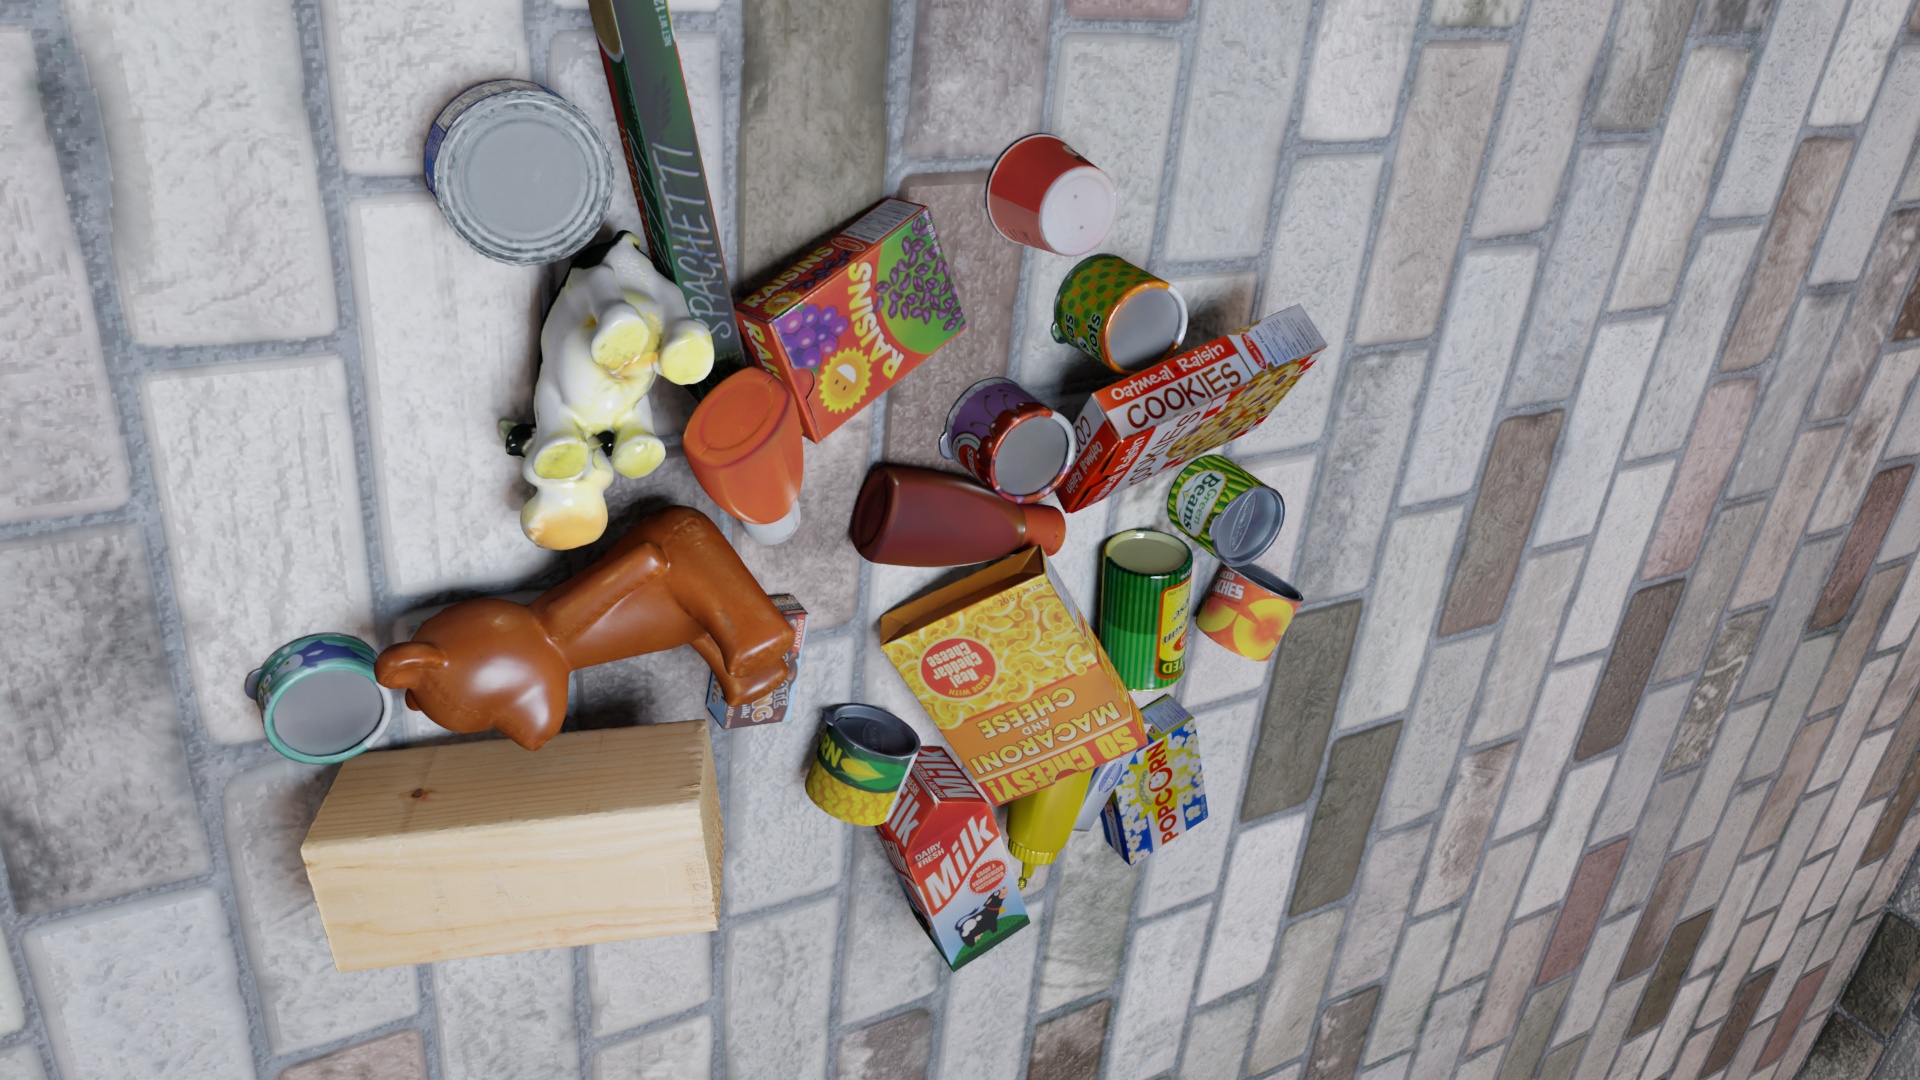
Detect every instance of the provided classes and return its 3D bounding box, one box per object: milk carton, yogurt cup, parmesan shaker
[{"bbox_3d":[-0.013,0.227,1.034,0.073,0.072,0.189,-29,129,-15],"label":"milk carton"},{"bbox_3d":[0.057,-0.204,0.835,0.072,0.054,0.072,-16,124,-24],"label":"yogurt cup"},{"bbox_3d":[0.136,0.053,1.029,0.071,0.071,0.102,-17,125,-24],"label":"parmesan shaker"}]

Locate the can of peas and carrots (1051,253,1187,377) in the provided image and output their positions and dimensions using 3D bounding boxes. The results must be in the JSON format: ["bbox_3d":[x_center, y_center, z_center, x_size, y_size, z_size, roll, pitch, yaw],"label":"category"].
[{"bbox_3d":[0.102,-0.144,0.897,0.071,0.059,0.070,-16,124,-25],"label":"can of peas and carrots"}]

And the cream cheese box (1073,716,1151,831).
[{"bbox_3d":[0.103,0.170,1.089,0.024,0.053,0.103,16,107,-43],"label":"cream cheese box"}]

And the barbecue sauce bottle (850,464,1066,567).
[{"bbox_3d":[0.003,-0.012,0.922,0.149,0.044,0.064,5,115,-36],"label":"barbecue sauce bottle"}]

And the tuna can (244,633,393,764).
[{"bbox_3d":[-0.348,0.087,0.756,0.071,0.033,0.070,-17,125,-25],"label":"tuna can"}]

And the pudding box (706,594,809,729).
[{"bbox_3d":[-0.131,0.078,0.896,0.050,0.030,0.083,-3,118,-33],"label":"pudding box"}]

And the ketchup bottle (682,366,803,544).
[{"bbox_3d":[-0.115,-0.039,0.782,0.065,0.043,0.148,-50,167,-16],"label":"ketchup bottle"}]

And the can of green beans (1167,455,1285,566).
[{"bbox_3d":[0.197,-0.023,1.032,0.071,0.058,0.071,-16,125,-25],"label":"can of green beans"}]

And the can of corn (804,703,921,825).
[{"bbox_3d":[-0.070,0.154,0.958,0.071,0.071,0.058,9,112,-36],"label":"can of corn"}]

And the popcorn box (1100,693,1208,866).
[{"bbox_3d":[0.157,0.200,1.152,0.085,0.038,0.126,-27,128,-17],"label":"popcorn box"}]

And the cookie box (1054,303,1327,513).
[{"bbox_3d":[0.148,-0.085,0.932,0.168,0.040,0.122,-25,165,-19],"label":"cookie box"}]

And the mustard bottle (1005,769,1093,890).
[{"bbox_3d":[0.065,0.194,1.061,0.049,0.065,0.159,6,106,-25],"label":"mustard bottle"}]

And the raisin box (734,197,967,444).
[{"bbox_3d":[-0.060,-0.127,0.795,0.124,0.040,0.085,-41,135,-24],"label":"raisin box"}]

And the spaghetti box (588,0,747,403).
[{"bbox_3d":[-0.149,-0.181,0.716,0.029,0.050,0.248,-21,127,-20],"label":"spaghetti box"}]

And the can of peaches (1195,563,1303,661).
[{"bbox_3d":[0.225,0.054,1.093,0.071,0.071,0.058,13,110,-38],"label":"can of peaches"}]

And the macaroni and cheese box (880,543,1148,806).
[{"bbox_3d":[0.038,0.098,0.958,0.123,0.040,0.166,-25,119,14],"label":"macaroni and cheese box"}]

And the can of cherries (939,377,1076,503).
[{"bbox_3d":[0.031,-0.063,0.899,0.072,0.058,0.071,-16,125,-25],"label":"can of cherries"}]
